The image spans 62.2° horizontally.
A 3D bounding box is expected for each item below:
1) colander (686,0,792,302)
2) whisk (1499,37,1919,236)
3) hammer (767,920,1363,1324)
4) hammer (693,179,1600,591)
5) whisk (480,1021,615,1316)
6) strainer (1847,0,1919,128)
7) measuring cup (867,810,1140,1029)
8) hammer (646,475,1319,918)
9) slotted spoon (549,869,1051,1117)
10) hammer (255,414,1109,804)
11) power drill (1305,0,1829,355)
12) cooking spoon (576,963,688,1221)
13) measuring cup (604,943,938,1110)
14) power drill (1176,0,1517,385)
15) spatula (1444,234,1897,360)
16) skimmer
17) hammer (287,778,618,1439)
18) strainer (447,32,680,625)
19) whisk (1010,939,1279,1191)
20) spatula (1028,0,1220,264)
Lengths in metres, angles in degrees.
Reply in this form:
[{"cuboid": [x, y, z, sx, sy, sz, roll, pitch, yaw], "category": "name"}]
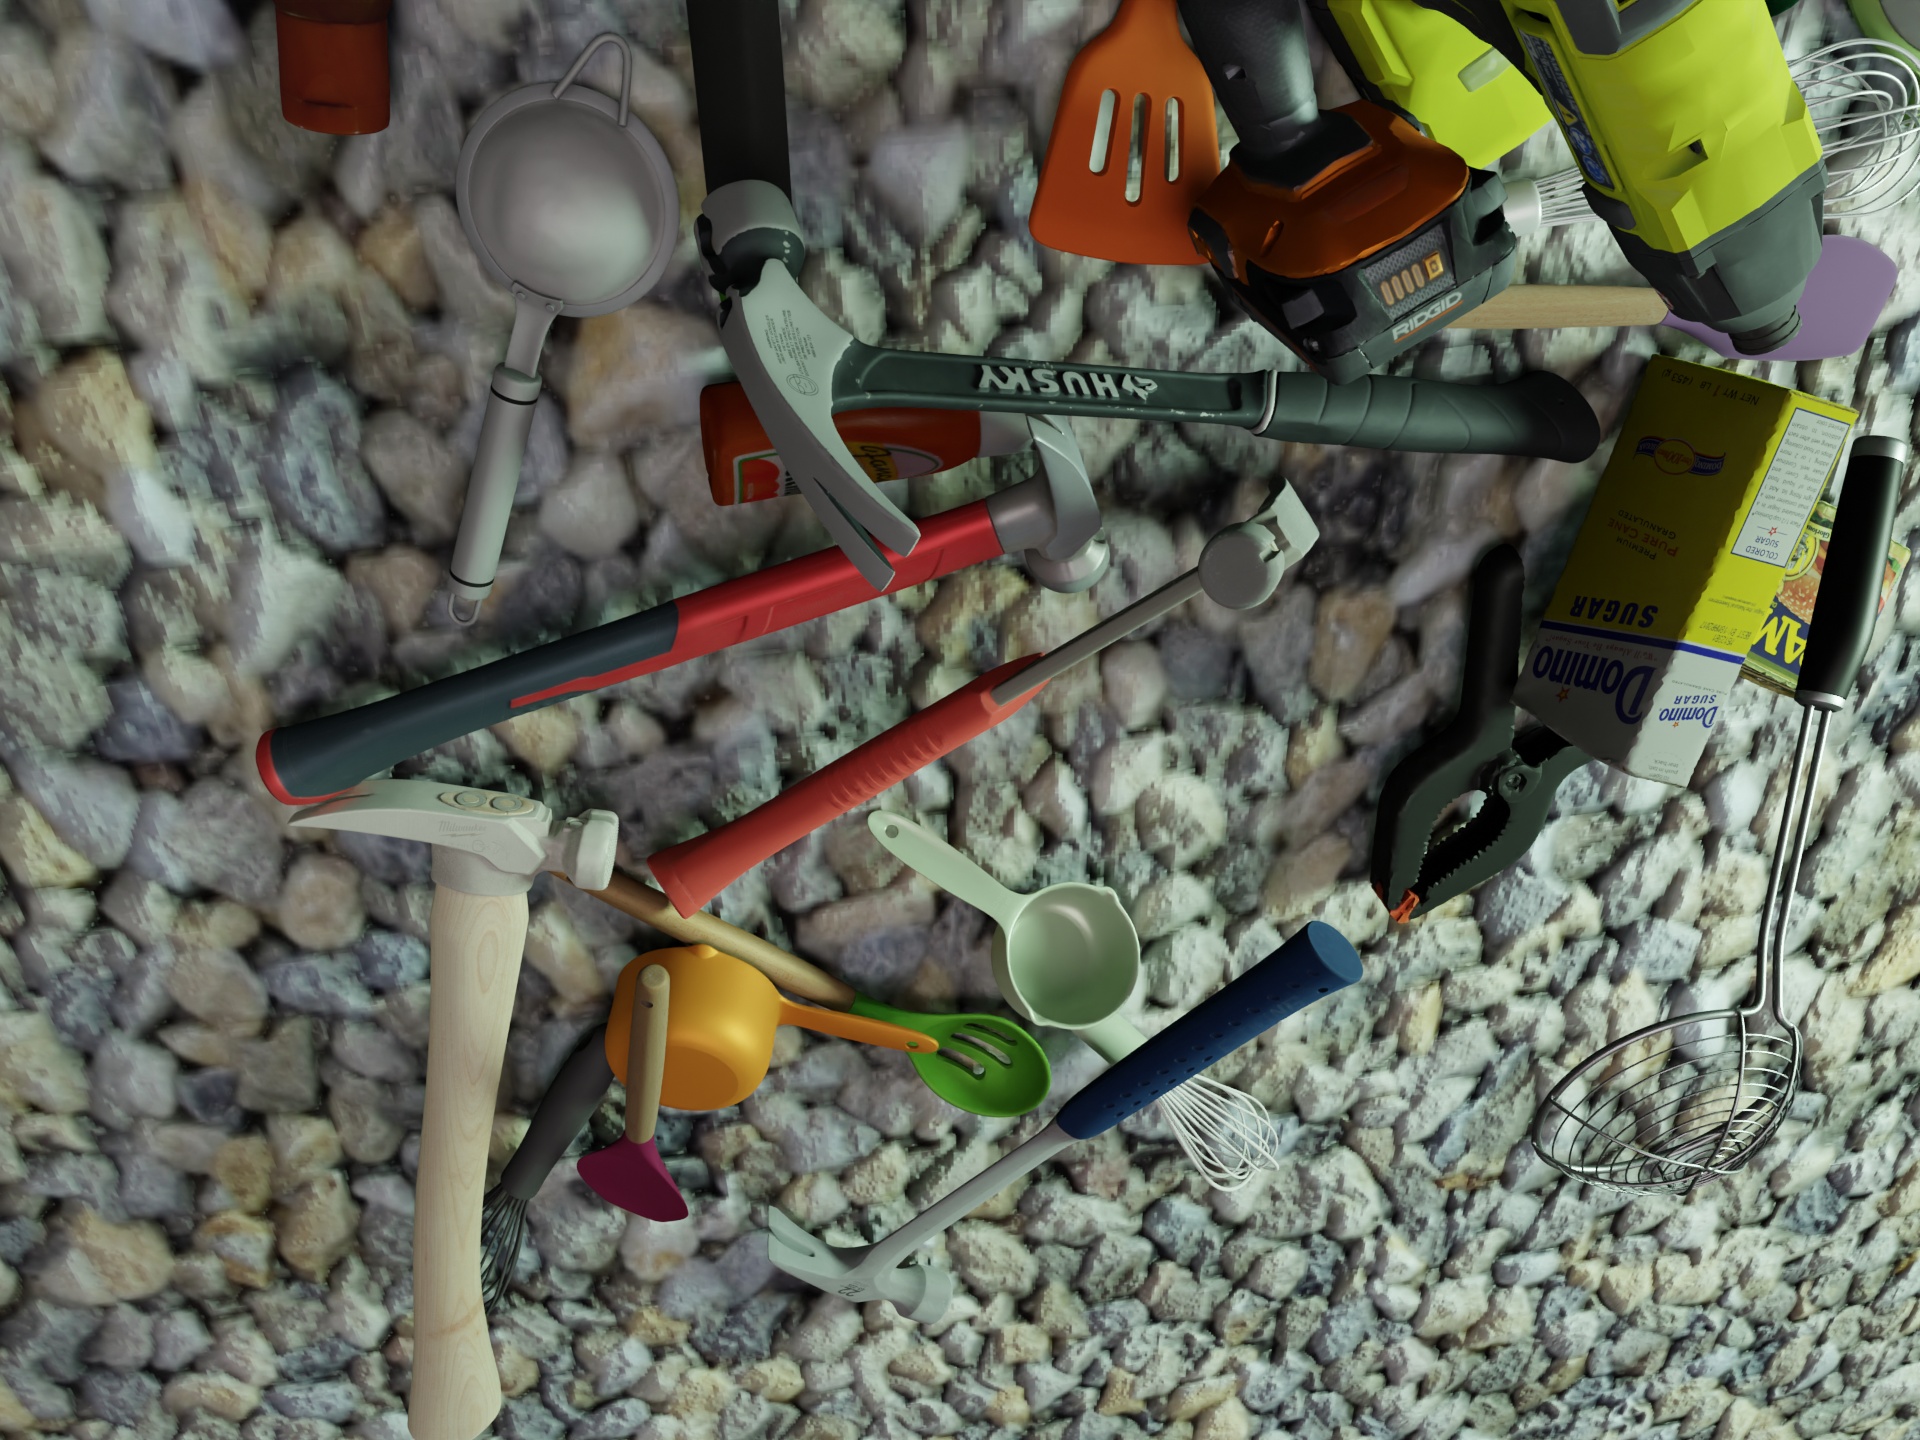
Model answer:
[{"cuboid": [-0.050, -0.293, 0.517, 0.094, 0.205, 0.396, -36, 149, -27], "category": "colander"}, {"cuboid": [0.260, -0.216, 0.654, 0.284, 0.070, 0.070, -13, 126, 4], "category": "whisk"}, {"cuboid": [0.051, 0.230, 0.887, 0.144, 0.035, 0.405, 29, 125, -30], "category": "hammer"}, {"cuboid": [0.105, -0.121, 0.615, 0.408, 0.149, 0.036, -3, 152, -31], "category": "hammer"}, {"cuboid": [-0.245, 0.257, 0.891, 0.055, 0.055, 0.239, 24, 112, -24], "category": "whisk"}, {"cuboid": [0.470, -0.343, 0.595, 0.256, 0.069, 0.151, -31, 124, 13], "category": "strainer"}, {"cuboid": [0.016, 0.099, 0.831, 0.167, 0.038, 0.083, 35, 70, -9], "category": "measuring cup"}, {"cuboid": [-0.001, -0.002, 0.734, 0.359, 0.149, 0.036, -30, 95, 23], "category": "hammer"}, {"cuboid": [-0.080, 0.138, 0.849, 0.313, 0.031, 0.070, 30, 117, -25], "category": "slotted spoon"}, {"cuboid": [-0.130, -0.042, 0.679, 0.386, 0.038, 0.143, -18, 159, 6], "category": "hammer"}, {"cuboid": [0.197, -0.221, 0.533, 0.080, 0.223, 0.171, -34, 123, 13], "category": "power drill"}, {"cuboid": [-0.163, 0.200, 0.813, 0.069, 0.017, 0.318, 22, 144, 2], "category": "cooking spoon"}, {"cuboid": [-0.099, 0.172, 0.827, 0.173, 0.052, 0.095, 11, 135, -2], "category": "measuring cup"}, {"cuboid": [0.098, -0.225, 0.507, 0.084, 0.164, 0.226, -31, 123, 6], "category": "power drill"}, {"cuboid": [0.277, -0.178, 0.677, 0.316, 0.018, 0.059, -6, 129, -19], "category": "spatula"}, {"cuboid": [0.358, 0.048, 0.738, 0.127, 0.090, 0.363, 15, 88, -26], "category": "skimmer"}, {"cuboid": [-0.270, 0.218, 0.820, 0.146, 0.038, 0.410, 8, 114, -7], "category": "hammer"}, {"cuboid": [-0.174, -0.141, 0.633, 0.087, 0.050, 0.258, 21, 122, -5], "category": "strainer"}, {"cuboid": [0.106, 0.199, 0.918, 0.246, 0.059, 0.058, 44, 71, -27], "category": "whisk"}, {"cuboid": [0.087, -0.325, 0.554, 0.081, 0.041, 0.322, 3, 122, -12], "category": "spatula"}]
